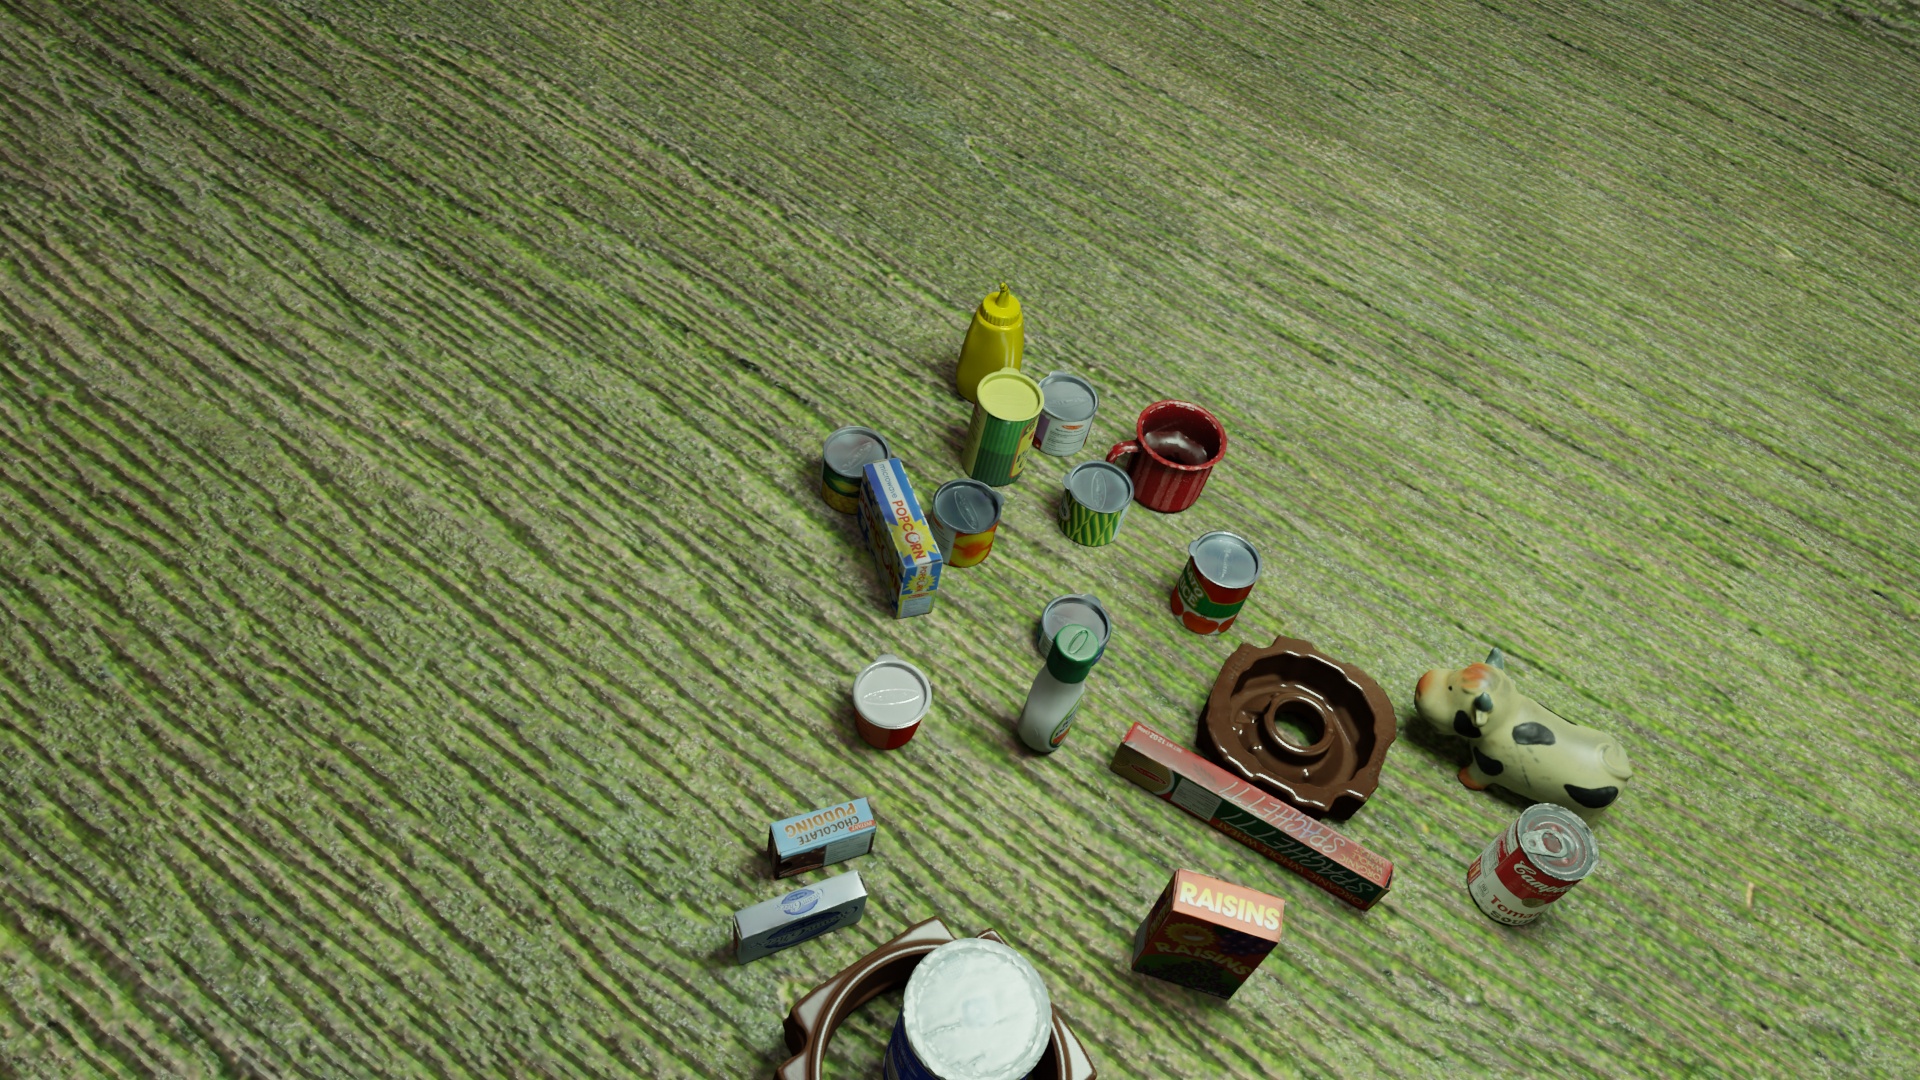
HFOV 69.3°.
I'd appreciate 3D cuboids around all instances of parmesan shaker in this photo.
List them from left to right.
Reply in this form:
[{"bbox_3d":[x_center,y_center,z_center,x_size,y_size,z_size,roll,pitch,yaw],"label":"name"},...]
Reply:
[{"bbox_3d":[0.042,-0.112,1.389,0.071,0.102,0.071,5,52,-7],"label":"parmesan shaker"}]

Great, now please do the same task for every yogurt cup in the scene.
[{"bbox_3d":[-0.062,0.145,1.203,0.072,0.053,0.073,5,52,-7],"label":"yogurt cup"}]

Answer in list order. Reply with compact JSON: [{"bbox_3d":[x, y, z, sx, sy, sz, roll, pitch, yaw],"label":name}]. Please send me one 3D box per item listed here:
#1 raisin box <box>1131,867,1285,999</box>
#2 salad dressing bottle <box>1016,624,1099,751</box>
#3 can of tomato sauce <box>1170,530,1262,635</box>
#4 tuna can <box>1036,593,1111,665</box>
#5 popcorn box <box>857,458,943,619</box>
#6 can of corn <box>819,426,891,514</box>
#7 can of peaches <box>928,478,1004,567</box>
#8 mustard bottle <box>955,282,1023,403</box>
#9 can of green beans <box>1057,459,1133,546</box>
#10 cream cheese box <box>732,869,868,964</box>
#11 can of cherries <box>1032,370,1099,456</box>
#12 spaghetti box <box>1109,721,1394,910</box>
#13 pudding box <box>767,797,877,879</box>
[{"bbox_3d":[0.191,0.307,1.081,0.086,0.122,0.040,17,52,3],"label":"raisin box"},{"bbox_3d":[0.084,0.126,1.185,0.044,0.146,0.064,32,54,14],"label":"salad dressing bottle"},{"bbox_3d":[0.240,0.041,1.320,0.071,0.082,0.071,5,52,-7],"label":"can of tomato sauce"},{"bbox_3d":[0.106,0.084,1.294,0.071,0.032,0.071,5,52,-7],"label":"tuna can"},{"bbox_3d":[-0.059,-0.002,1.297,0.038,0.084,0.127,-12,56,-19],"label":"popcorn box"},{"bbox_3d":[-0.101,-0.067,1.355,0.071,0.058,0.071,5,52,-7],"label":"can of corn"},{"bbox_3d":[0.005,-0.017,1.337,0.071,0.057,0.071,5,52,-7],"label":"can of peaches"},{"bbox_3d":[0.036,-0.206,1.423,0.065,0.159,0.049,22,52,7],"label":"mustard bottle"},{"bbox_3d":[0.133,-0.036,1.376,0.071,0.057,0.071,5,52,-7],"label":"can of green beans"},{"bbox_3d":[-0.125,0.292,1.078,0.104,0.053,0.024,-15,57,-21],"label":"cream cheese box"},{"bbox_3d":[0.105,-0.132,1.444,0.071,0.058,0.072,5,52,-7],"label":"can of cherries"},{"bbox_3d":[0.248,0.236,1.192,0.250,0.049,0.029,28,53,11],"label":"spaghetti box"},{"bbox_3d":[-0.112,0.241,1.122,0.084,0.049,0.030,-13,56,-19],"label":"pudding box"}]
